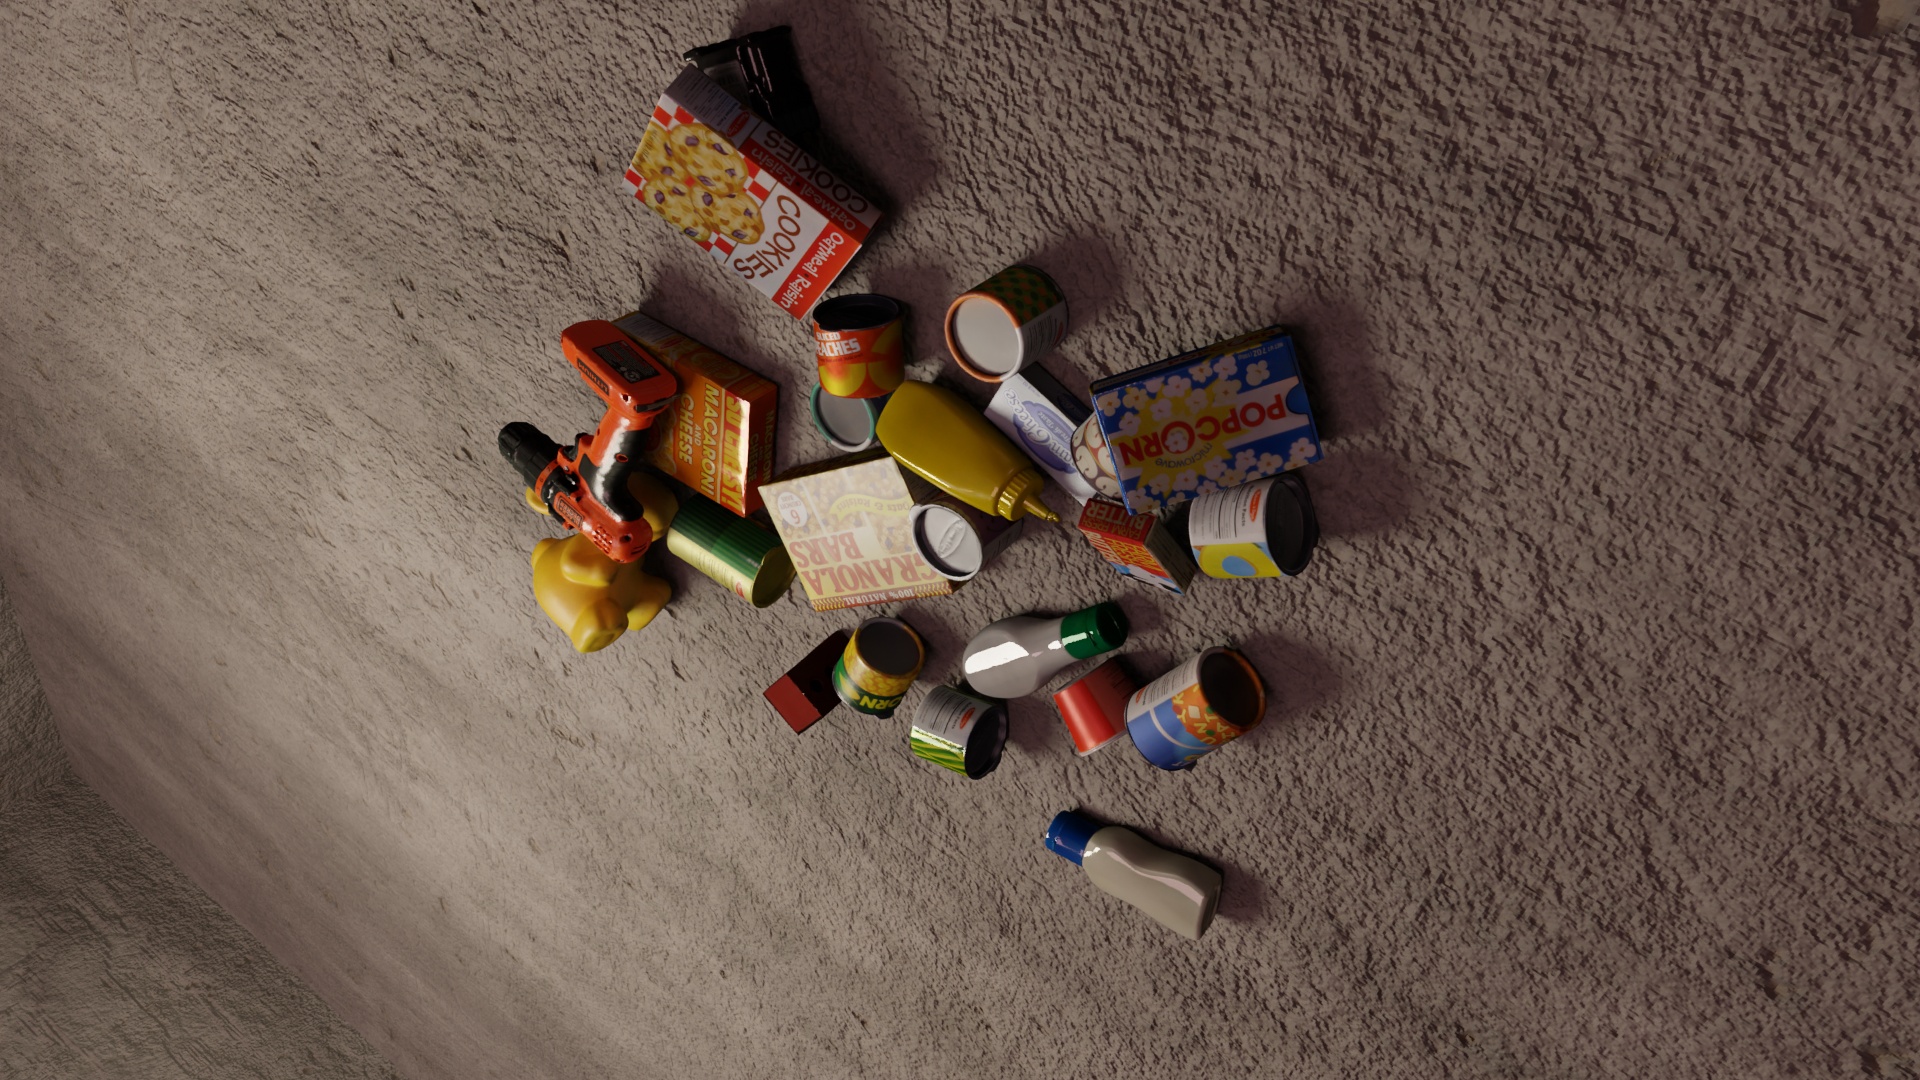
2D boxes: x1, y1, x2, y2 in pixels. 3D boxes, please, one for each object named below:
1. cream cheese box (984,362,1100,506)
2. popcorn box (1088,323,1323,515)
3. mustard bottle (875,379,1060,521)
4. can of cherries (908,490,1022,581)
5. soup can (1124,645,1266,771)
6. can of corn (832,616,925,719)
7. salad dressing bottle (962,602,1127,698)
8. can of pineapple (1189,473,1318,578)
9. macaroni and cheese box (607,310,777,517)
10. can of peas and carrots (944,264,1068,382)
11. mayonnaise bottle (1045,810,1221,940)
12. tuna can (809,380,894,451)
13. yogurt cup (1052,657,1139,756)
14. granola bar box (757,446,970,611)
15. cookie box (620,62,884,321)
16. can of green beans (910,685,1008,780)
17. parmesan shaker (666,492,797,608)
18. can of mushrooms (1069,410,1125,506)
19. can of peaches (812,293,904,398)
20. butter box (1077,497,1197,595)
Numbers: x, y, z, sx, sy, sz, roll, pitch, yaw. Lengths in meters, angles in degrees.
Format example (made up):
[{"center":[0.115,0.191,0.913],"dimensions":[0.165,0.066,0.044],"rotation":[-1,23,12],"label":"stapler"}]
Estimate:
[{"center":[0.069,-0.077,0.994],"dimensions":[0.104,0.024,0.053],"rotation":[43,137,9],"label":"cream cheese box"},{"center":[0.153,-0.075,0.873],"dimensions":[0.126,0.038,0.085],"rotation":[-17,108,9],"label":"popcorn box"},{"center":[0.011,-0.056,1.020],"dimensions":[0.160,0.049,0.065],"rotation":[38,103,22],"label":"mustard bottle"},{"center":[0.004,-0.013,1.065],"dimensions":[0.071,0.059,0.071],"rotation":[21,130,28],"label":"can of cherries"},{"center":[0.173,0.124,1.011],"dimensions":[0.071,0.072,0.083],"rotation":[50,136,1],"label":"soup can"},{"center":[-0.069,0.110,1.197],"dimensions":[0.071,0.071,0.058],"rotation":[41,135,10],"label":"can of corn"},{"center":[0.065,0.084,1.089],"dimensions":[0.147,0.044,0.064],"rotation":[-23,99,44],"label":"salad dressing bottle"},{"center":[0.192,-0.007,0.910],"dimensions":[0.058,0.071,0.070],"rotation":[-5,114,42],"label":"can of pineapple"},{"center":[-0.235,-0.111,1.210],"dimensions":[0.167,0.040,0.123],"rotation":[29,131,23],"label":"macaroni and cheese box"},{"center":[0.029,-0.150,0.954],"dimensions":[0.071,0.059,0.070],"rotation":[20,128,28],"label":"can of peas and carrots"},{"center":[0.141,0.271,1.151],"dimensions":[0.148,0.041,0.064],"rotation":[23,128,28],"label":"mayonnaise bottle"},{"center":[-0.085,-0.107,1.094],"dimensions":[0.071,0.033,0.070],"rotation":[21,129,28],"label":"tuna can"},{"center":[0.108,0.126,1.068],"dimensions":[0.072,0.073,0.054],"rotation":[-37,83,46],"label":"yogurt cup"},{"center":[-0.078,-0.009,1.148],"dimensions":[0.165,0.039,0.124],"rotation":[-10,110,42],"label":"granola bar box"},{"center":[-0.152,-0.247,1.004],"dimensions":[0.167,0.040,0.122],"rotation":[36,149,-12],"label":"cookie box"},{"center":[-0.001,0.162,1.177],"dimensions":[0.058,0.071,0.071],"rotation":[17,127,31],"label":"can of green beans"},{"center":[-0.203,0.005,1.239],"dimensions":[0.103,0.072,0.071],"rotation":[30,133,21],"label":"parmesan shaker"},{"center":[0.111,-0.059,0.939],"dimensions":[0.071,0.071,0.033],"rotation":[48,135,4],"label":"can of mushrooms"},{"center":[-0.077,-0.144,1.036],"dimensions":[0.071,0.071,0.057],"rotation":[19,129,29],"label":"can of peaches"},{"center":[0.123,0.005,0.962],"dimensions":[0.053,0.024,0.103],"rotation":[17,167,31],"label":"butter box"}]
